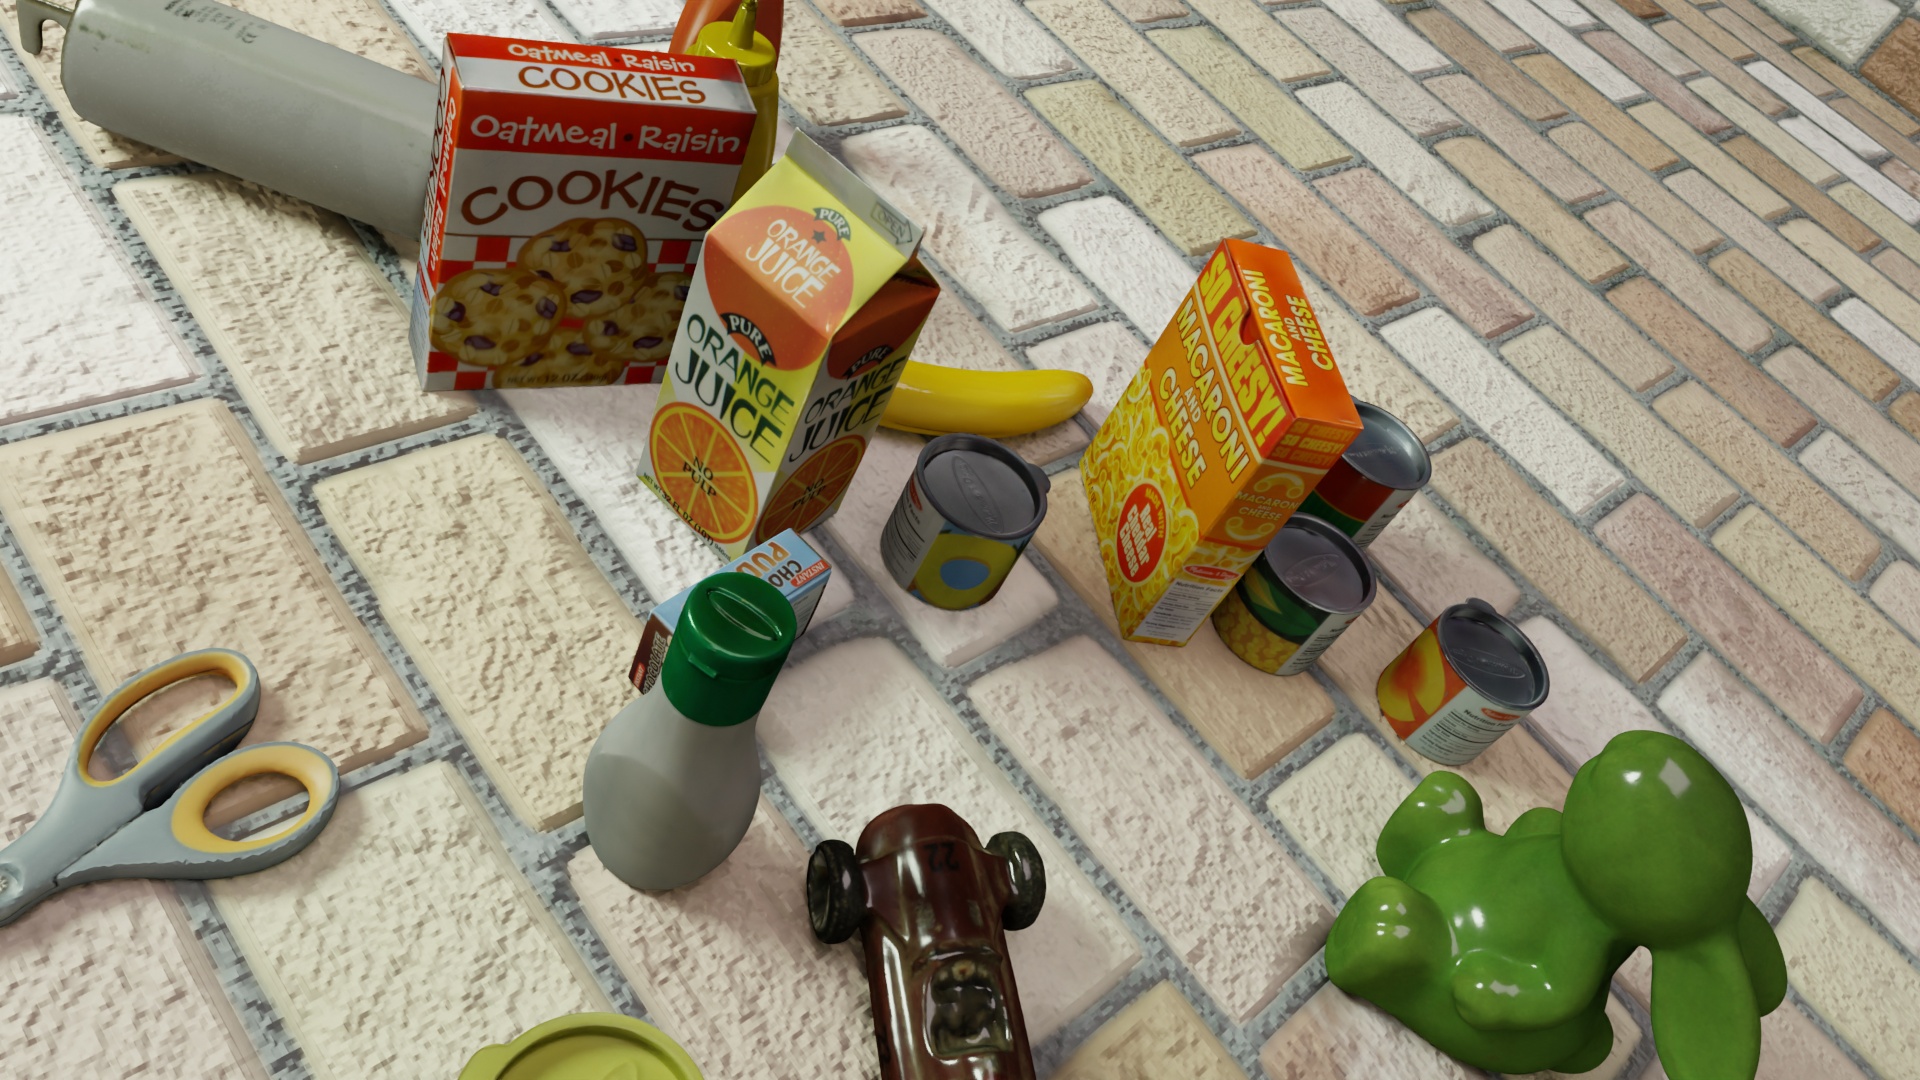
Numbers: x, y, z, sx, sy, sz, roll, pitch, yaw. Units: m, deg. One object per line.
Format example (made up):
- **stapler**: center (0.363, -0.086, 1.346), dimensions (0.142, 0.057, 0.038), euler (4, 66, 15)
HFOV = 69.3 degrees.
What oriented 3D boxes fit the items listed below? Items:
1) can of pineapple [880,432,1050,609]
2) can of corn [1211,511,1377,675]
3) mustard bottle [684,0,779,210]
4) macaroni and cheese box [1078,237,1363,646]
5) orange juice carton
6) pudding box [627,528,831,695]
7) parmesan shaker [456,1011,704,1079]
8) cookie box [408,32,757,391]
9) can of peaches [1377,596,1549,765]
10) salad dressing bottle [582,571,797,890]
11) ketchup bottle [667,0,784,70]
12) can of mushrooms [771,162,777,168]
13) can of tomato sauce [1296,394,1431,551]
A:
- **can of pineapple**: center (0.002, -0.008, 0.671), dimensions (0.071, 0.057, 0.071), euler (14, 46, -15)
- **can of corn**: center (0.171, 0.026, 0.725), dimensions (0.071, 0.058, 0.071), euler (14, 46, -15)
- **mustard bottle**: center (-0.125, -0.215, 0.719), dimensions (0.065, 0.159, 0.049), euler (-6, 54, -31)
- **macaroni and cheese box**: center (0.120, -0.045, 0.686), dimensions (0.040, 0.165, 0.124), euler (8, 48, -21)
- **orange juice carton**: center (-0.073, -0.080, 0.601), dimensions (0.072, 0.191, 0.073), euler (43, 45, 13)
- **pudding box**: center (-0.096, 0.035, 0.587), dimensions (0.030, 0.049, 0.084), euler (43, 45, 13)
- **parmesan shaker**: center (-0.117, 0.187, 0.400), dimensions (0.071, 0.102, 0.072), euler (14, 46, -15)
- **cookie box**: center (-0.173, -0.140, 0.622), dimensions (0.123, 0.166, 0.040), euler (-6, 54, -31)
- **can of peaches**: center (0.262, 0.074, 0.729), dimensions (0.071, 0.057, 0.071), euler (14, 46, -15)
- **salad dressing bottle**: center (-0.094, 0.069, 0.486), dimensions (0.064, 0.146, 0.044), euler (34, 44, 5)
- **ketchup bottle**: center (-0.131, -0.303, 0.804), dimensions (0.065, 0.148, 0.044), euler (-7, 55, -32)
- **can of mushrooms**: center (-0.090, -0.184, 0.801), dimensions (0.071, 0.033, 0.071), euler (14, 46, -15)
- **can of tomato sauce**: center (0.209, -0.029, 0.777), dimensions (0.071, 0.082, 0.071), euler (14, 46, -15)
